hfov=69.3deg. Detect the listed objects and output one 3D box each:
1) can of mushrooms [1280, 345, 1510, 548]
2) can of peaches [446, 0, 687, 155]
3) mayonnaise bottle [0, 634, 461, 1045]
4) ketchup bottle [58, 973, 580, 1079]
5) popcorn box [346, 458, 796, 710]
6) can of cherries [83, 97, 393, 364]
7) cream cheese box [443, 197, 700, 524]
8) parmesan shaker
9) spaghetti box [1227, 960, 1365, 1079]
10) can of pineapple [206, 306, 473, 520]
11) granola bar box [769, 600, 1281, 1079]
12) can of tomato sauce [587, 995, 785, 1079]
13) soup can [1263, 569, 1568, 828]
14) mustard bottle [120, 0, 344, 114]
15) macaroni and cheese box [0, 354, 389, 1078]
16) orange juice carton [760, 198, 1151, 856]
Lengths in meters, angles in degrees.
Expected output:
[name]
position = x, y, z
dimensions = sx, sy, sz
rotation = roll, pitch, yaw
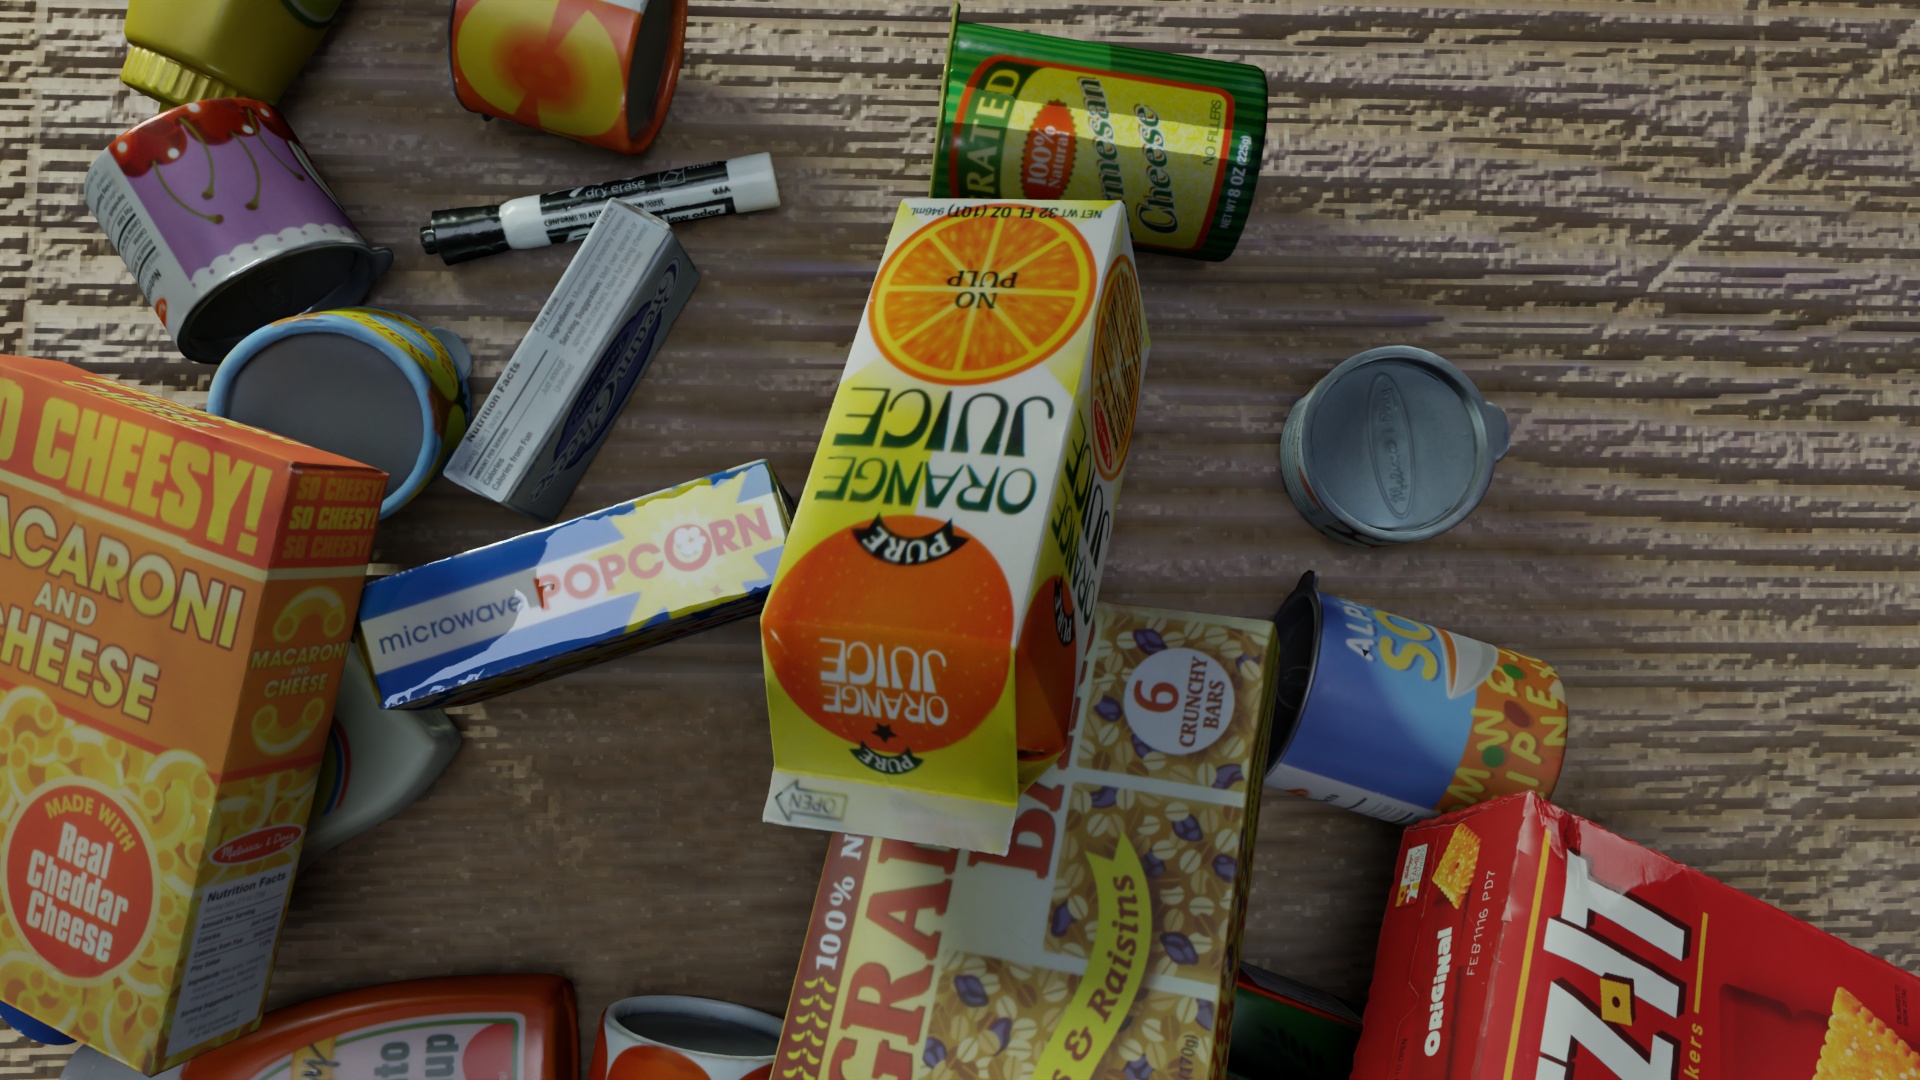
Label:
[can of mushrooms]
position = 0.147, -0.031, 0.476
dimensions = 0.071, 0.033, 0.071
rotation = 0, 84, -3
[can of peaches]
position = -0.128, -0.165, 0.458
dimensions = 0.058, 0.071, 0.071
rotation = 15, 85, -2
[mayonnaise bottle]
position = -0.235, 0.095, 0.440
dimensions = 0.148, 0.041, 0.065
rotation = -43, 87, -5
[ketchup bottle]
position = -0.198, 0.171, 0.435
dimensions = 0.149, 0.043, 0.064
rotation = -2, 86, -3
[popcorn box]
position = -0.110, 0.016, 0.432
dimensions = 0.127, 0.085, 0.038
rotation = -18, 85, -4
[can of cherries]
position = -0.231, -0.100, 0.447
dimensions = 0.071, 0.071, 0.058
rotation = -34, 87, -5
[cream cheese box]
position = -0.124, -0.057, 0.454
dimensions = 0.024, 0.053, 0.104
rotation = 29, 84, 1
[parmesan shaker]
position = 0.044, -0.134, 0.461
dimensions = 0.103, 0.071, 0.071
rotation = 7, 85, -2
[spaghetti box]
position = 0.148, 0.175, 0.450
dimensions = 0.250, 0.050, 0.028
rotation = 21, 86, -1
[can of pineapple]
position = -0.192, -0.041, 0.437
dimensions = 0.071, 0.058, 0.071
rotation = -2, 102, -10
[granola bar box]
position = 0.022, 0.099, 0.414
dimensions = 0.124, 0.039, 0.166
rotation = 5, 68, 20
[can of tomato sauce]
position = -0.088, 0.190, 0.427
dimensions = 0.071, 0.071, 0.083
rotation = 11, 84, -2
[soup can]
position = 0.142, 0.055, 0.451
dimensions = 0.084, 0.071, 0.071
rotation = 17, 85, -2
[mustard bottle]
position = -0.234, -0.186, 0.457
dimensions = 0.049, 0.065, 0.160
rotation = 24, 90, 4
[macaroni and cheese box]
position = -0.238, 0.043, 0.388
dimensions = 0.124, 0.040, 0.166
rotation = 17, 95, 16
[orange juice carton]
position = 0.001, -0.005, 0.405
dimensions = 0.072, 0.072, 0.193
rotation = 5, 61, 19
